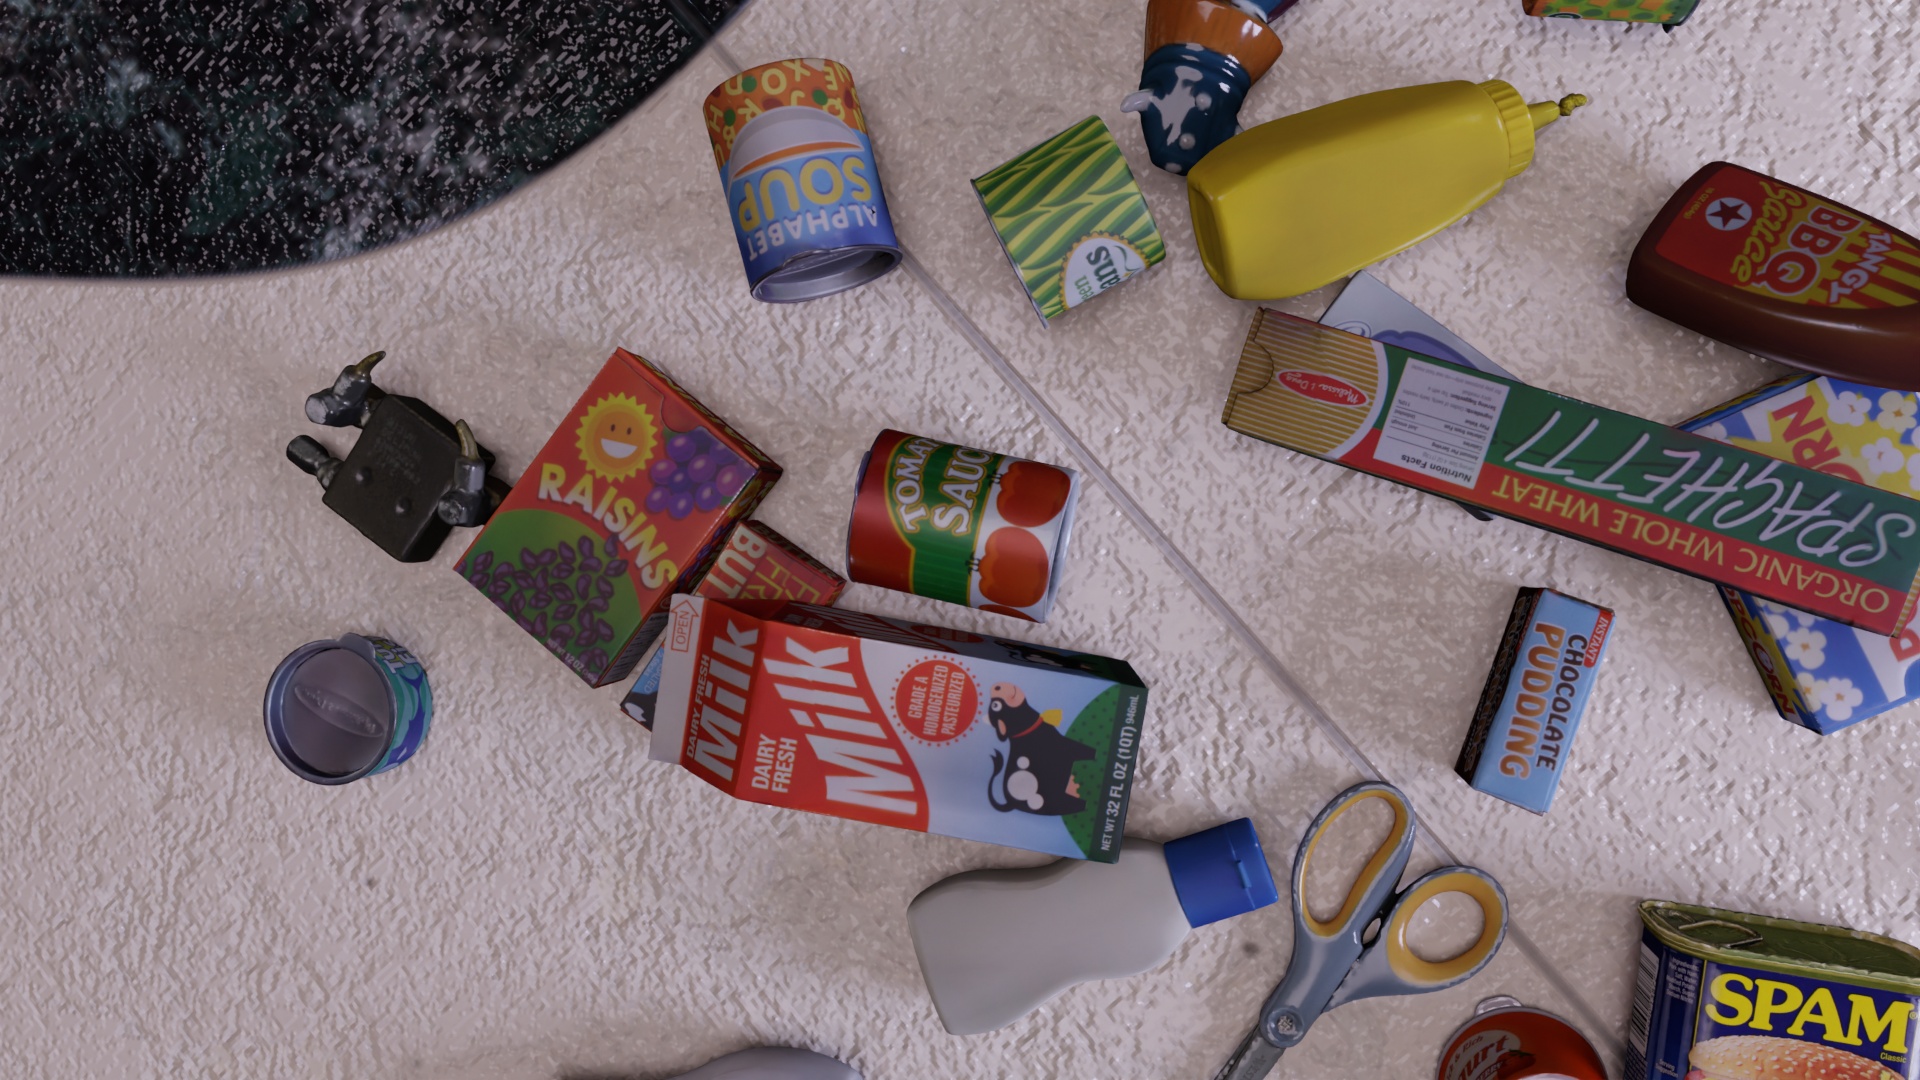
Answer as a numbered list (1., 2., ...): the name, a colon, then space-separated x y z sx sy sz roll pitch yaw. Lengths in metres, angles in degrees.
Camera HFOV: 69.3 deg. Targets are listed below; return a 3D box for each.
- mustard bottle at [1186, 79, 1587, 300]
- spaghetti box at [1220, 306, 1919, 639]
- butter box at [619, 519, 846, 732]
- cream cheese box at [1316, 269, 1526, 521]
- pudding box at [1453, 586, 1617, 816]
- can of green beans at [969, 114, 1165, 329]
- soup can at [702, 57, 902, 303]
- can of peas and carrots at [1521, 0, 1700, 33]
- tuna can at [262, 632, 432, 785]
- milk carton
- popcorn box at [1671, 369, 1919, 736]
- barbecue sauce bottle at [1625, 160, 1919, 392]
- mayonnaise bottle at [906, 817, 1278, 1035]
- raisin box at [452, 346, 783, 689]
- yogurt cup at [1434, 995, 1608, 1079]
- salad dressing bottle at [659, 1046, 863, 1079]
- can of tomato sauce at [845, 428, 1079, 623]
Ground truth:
1. mustard bottle: 0.172 -0.147 0.551 0.160 0.049 0.065 -20 127 -3
2. spaghetti box: 0.225 -0.028 0.522 0.250 0.029 0.050 20 97 14
3. butter box: -0.100 0.046 0.612 0.053 0.024 0.103 34 95 7
4. cream cheese box: 0.187 -0.059 0.565 0.104 0.024 0.053 37 95 8
5. pudding box: 0.225 0.061 0.545 0.030 0.050 0.083 19 93 11
6. can of green beans: 0.044 -0.131 0.568 0.058 0.071 0.071 -26 86 8
7. soup can: -0.067 -0.151 0.584 0.071 0.071 0.084 -16 87 9
8. can of peas and carrots: 0.254 -0.233 0.536 0.059 0.071 0.071 7 91 10
9. tuna can: -0.280 0.075 0.638 0.071 0.033 0.071 0 90 9
10. milk carton: -0.027 0.071 0.560 0.191 0.073 0.072 9 93 -1
11. popcorn box: 0.335 -0.001 0.533 0.085 0.038 0.126 -25 85 7
12. barbecue sauce bottle: 0.325 -0.085 0.501 0.065 0.043 0.149 -46 55 -10
13. mayonnaise bottle: 0.056 0.155 0.578 0.148 0.041 0.065 -20 84 8
14. raisin box: -0.151 -0.010 0.614 0.086 0.040 0.123 39 95 8
15. yogurt cup: 0.225 0.224 0.542 0.072 0.054 0.072 0 91 9
16. salad dressing bottle: -0.116 0.255 0.605 0.147 0.044 0.064 -4 91 11
17. can of tomato sauce: 0.002 -0.007 0.573 0.083 0.071 0.071 13 92 9
